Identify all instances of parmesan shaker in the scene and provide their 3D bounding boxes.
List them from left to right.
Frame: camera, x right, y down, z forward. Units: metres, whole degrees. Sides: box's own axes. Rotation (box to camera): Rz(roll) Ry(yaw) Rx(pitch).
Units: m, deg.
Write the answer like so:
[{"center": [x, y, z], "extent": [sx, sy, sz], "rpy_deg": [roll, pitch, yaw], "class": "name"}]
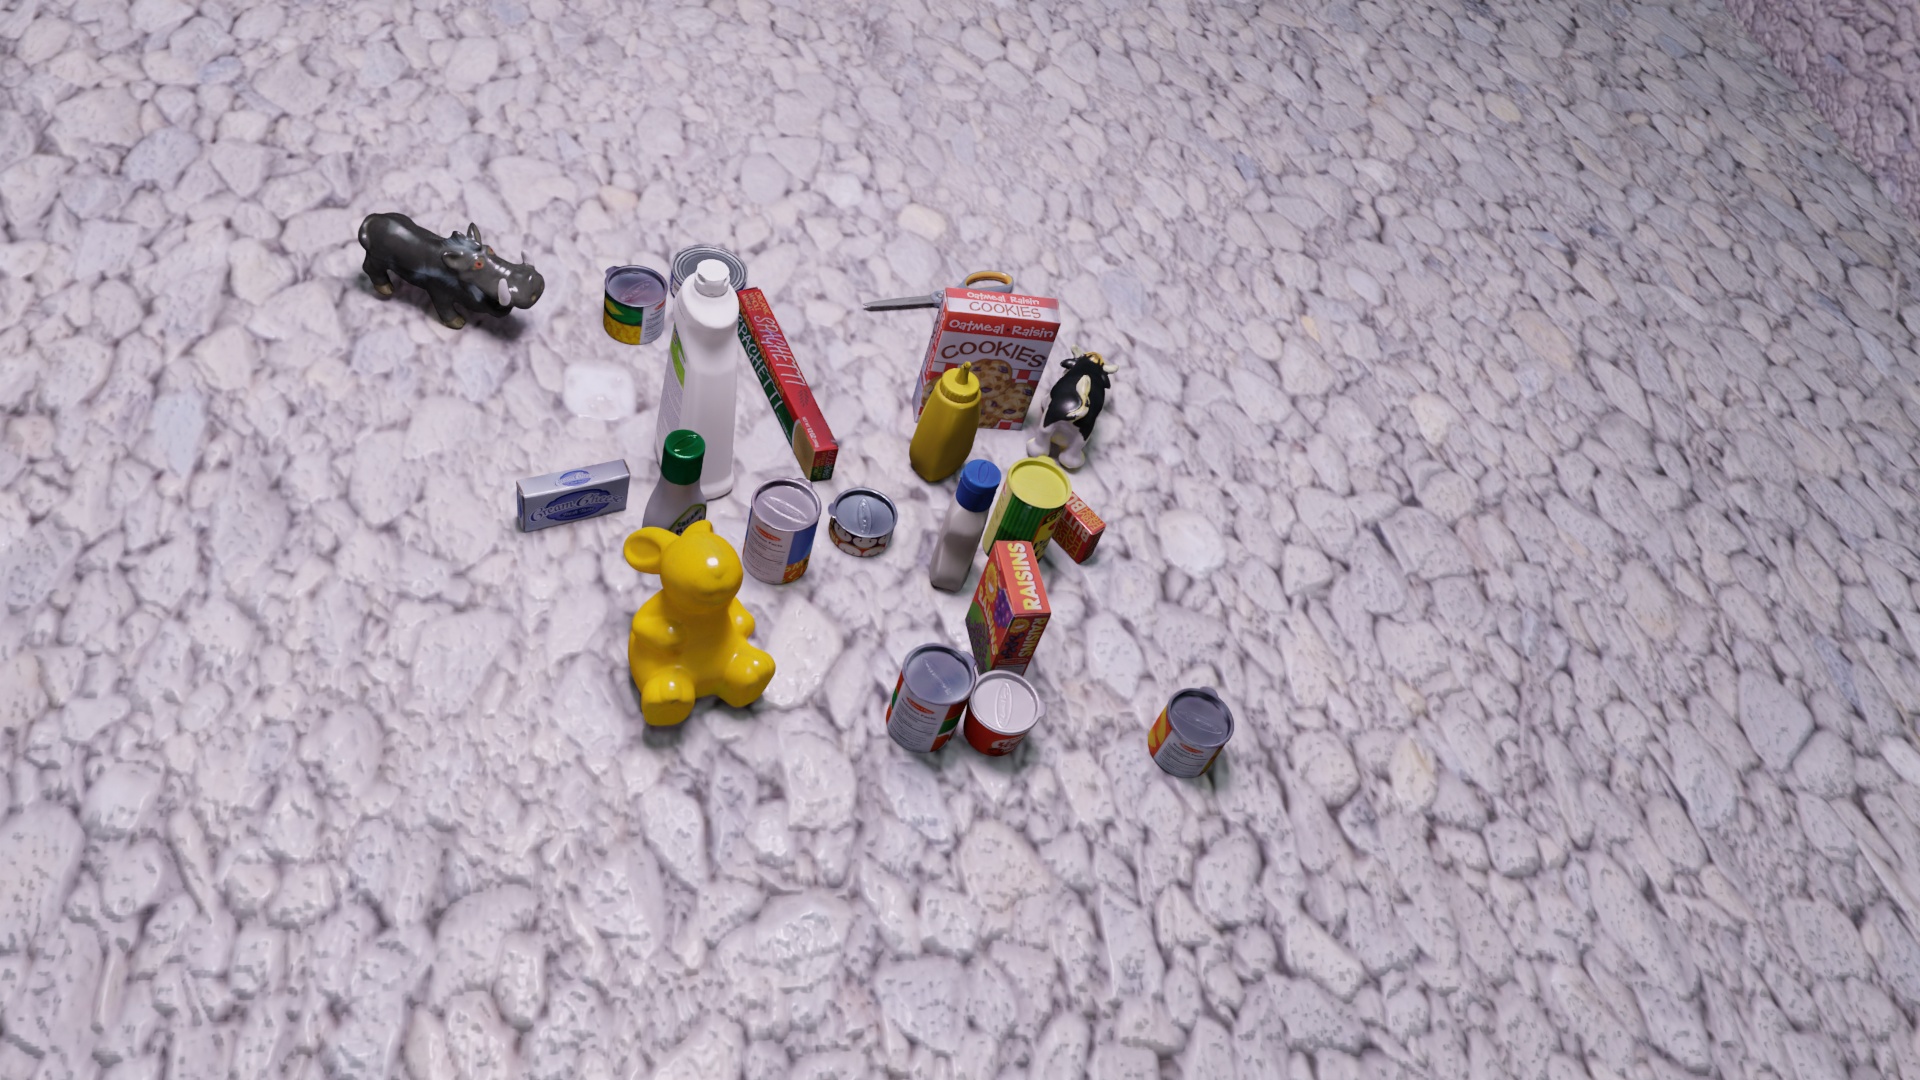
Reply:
[{"center": [0.067, -0.027, 1.404], "extent": [0.071, 0.102, 0.072], "rpy_deg": [9, 49, -10], "class": "parmesan shaker"}]

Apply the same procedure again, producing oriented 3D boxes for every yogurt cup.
[{"center": [0.035, 0.160, 1.268], "extent": [0.072, 0.053, 0.073], "rpy_deg": [9, 49, -10], "class": "yogurt cup"}]

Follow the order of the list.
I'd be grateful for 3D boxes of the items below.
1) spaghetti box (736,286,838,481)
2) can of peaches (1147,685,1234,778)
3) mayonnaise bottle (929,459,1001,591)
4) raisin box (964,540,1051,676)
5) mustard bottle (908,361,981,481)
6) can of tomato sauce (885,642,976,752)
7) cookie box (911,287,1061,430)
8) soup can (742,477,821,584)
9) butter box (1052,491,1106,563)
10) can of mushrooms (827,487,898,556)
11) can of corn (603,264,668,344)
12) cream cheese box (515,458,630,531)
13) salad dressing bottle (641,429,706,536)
[{"center": [-0.190, -0.170, 1.482], "extent": [0.029, 0.049, 0.251], "rpy_deg": [-12, 55, -25], "class": "spaghetti box"}, {"center": [0.216, 0.179, 1.305], "extent": [0.071, 0.057, 0.071], "rpy_deg": [9, 49, -10], "class": "can of peaches"}, {"center": [0.005, -0.017, 1.346], "extent": [0.041, 0.147, 0.065], "rpy_deg": [16, 48, -4], "class": "mayonnaise bottle"}, {"center": [0.042, 0.071, 1.300], "extent": [0.040, 0.122, 0.086], "rpy_deg": [0, 51, -17], "class": "raisin box"}, {"center": [-0.010, -0.130, 1.430], "extent": [0.065, 0.159, 0.049], "rpy_deg": [-30, 65, -35], "class": "mustard bottle"}, {"center": [-0.027, 0.141, 1.246], "extent": [0.071, 0.082, 0.071], "rpy_deg": [9, 49, -10], "class": "can of tomato sauce"}, {"center": [0.025, -0.193, 1.489], "extent": [0.123, 0.166, 0.040], "rpy_deg": [3, 50, -14], "class": "cookie box"}, {"center": [-0.170, -0.010, 1.329], "extent": [0.071, 0.083, 0.072], "rpy_deg": [9, 49, -10], "class": "soup can"}, {"center": [0.105, -0.029, 1.451], "extent": [0.024, 0.052, 0.104], "rpy_deg": [-27, 63, -34], "class": "butter box"}, {"center": [-0.100, -0.019, 1.392], "extent": [0.071, 0.033, 0.071], "rpy_deg": [9, 49, -10], "class": "can of mushrooms"}, {"center": [-0.353, -0.255, 1.498], "extent": [0.071, 0.058, 0.071], "rpy_deg": [9, 49, -10], "class": "can of corn"}, {"center": [-0.367, -0.043, 1.317], "extent": [0.104, 0.053, 0.024], "rpy_deg": [-14, 57, -27], "class": "cream cheese box"}, {"center": [-0.261, -0.040, 1.284], "extent": [0.044, 0.146, 0.064], "rpy_deg": [41, 51, 18], "class": "salad dressing bottle"}]
